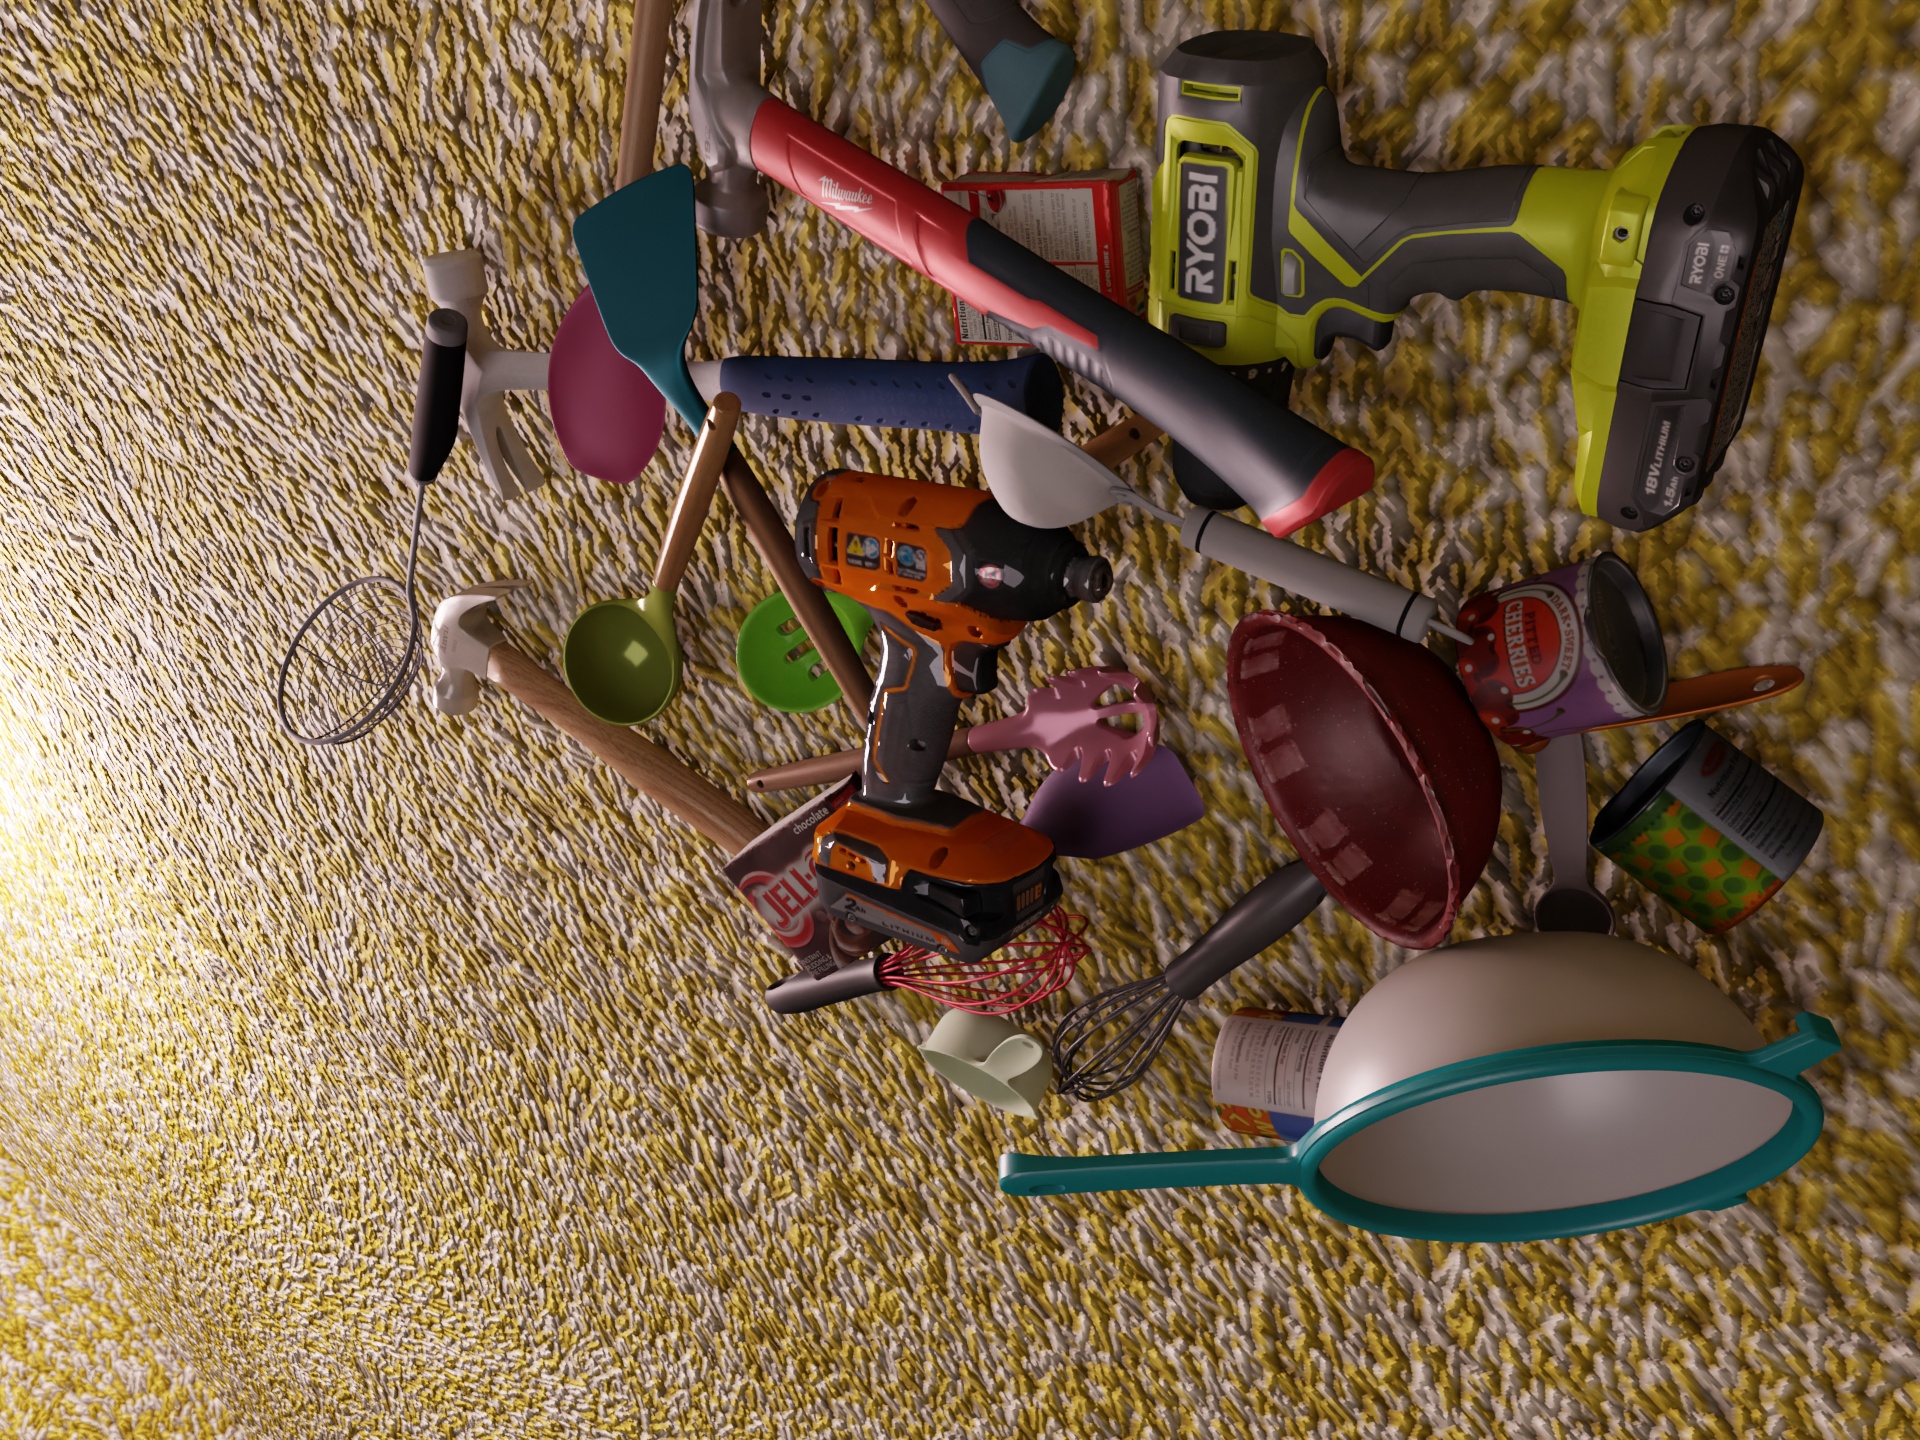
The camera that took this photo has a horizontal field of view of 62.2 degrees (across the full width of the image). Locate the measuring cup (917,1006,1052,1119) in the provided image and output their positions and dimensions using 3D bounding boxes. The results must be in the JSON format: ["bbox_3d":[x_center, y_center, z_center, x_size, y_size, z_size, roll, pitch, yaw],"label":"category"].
[{"bbox_3d":[0.028,0.183,0.900,0.083,0.038,0.167,31,155,0],"label":"measuring cup"}]

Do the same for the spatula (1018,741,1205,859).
[{"bbox_3d":[0.008,0.078,0.906,0.316,0.018,0.060,-27,96,42],"label":"spatula"}]

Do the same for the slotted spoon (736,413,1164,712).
[{"bbox_3d":[-0.012,-0.082,0.821,0.314,0.031,0.070,-28,97,41],"label":"slotted spoon"}]

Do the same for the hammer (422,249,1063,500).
[{"bbox_3d":[-0.129,-0.175,0.846,0.406,0.035,0.144,11,121,32],"label":"hammer"}]

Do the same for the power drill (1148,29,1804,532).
[{"bbox_3d":[0.176,-0.151,0.608,0.229,0.080,0.190,19,130,29],"label":"power drill"}]

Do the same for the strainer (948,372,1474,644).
[{"bbox_3d":[0.092,-0.082,0.670,0.258,0.086,0.050,26,89,22],"label":"strainer"}]

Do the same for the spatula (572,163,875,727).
[{"bbox_3d":[-0.102,-0.119,0.818,0.082,0.044,0.317,-14,116,32],"label":"spatula"}]

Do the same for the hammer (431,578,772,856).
[{"bbox_3d":[-0.216,0.017,1.027,0.331,0.031,0.130,33,131,16],"label":"hammer"}]

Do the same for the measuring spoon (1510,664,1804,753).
[{"bbox_3d":[0.282,-0.003,0.650,0.117,0.021,0.011,-15,125,36],"label":"measuring spoon"}]

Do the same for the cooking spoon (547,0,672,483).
[{"bbox_3d":[-0.162,-0.270,0.791,0.069,0.017,0.318,18,117,9],"label":"cooking spoon"}]

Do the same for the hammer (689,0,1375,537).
[{"bbox_3d":[0.013,-0.201,0.661,0.387,0.038,0.143,39,138,29],"label":"hammer"}]

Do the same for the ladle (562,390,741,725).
[{"bbox_3d":[-0.163,-0.080,0.855,0.078,0.062,0.320,48,152,4],"label":"ladle"}]

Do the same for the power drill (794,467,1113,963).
[{"bbox_3d":[-0.001,-0.002,0.778,0.164,0.084,0.226,14,114,34],"label":"power drill"}]

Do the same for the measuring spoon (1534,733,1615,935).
[{"bbox_3d":[0.268,0.044,0.699,0.034,0.018,0.124,0,108,33],"label":"measuring spoon"}]

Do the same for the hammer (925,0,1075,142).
[{"bbox_3d":[-0.056,-0.393,0.665,0.128,0.033,0.331,-32,95,42],"label":"hammer"}]

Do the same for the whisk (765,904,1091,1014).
[{"bbox_3d":[-0.032,0.148,0.951,0.296,0.073,0.073,-21,102,48],"label":"whisk"}]

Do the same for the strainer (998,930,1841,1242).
[{"bbox_3d":[0.184,0.156,0.702,0.340,0.095,0.210,-6,144,10],"label":"strainer"}]

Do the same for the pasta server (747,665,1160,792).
[{"bbox_3d":[-0.016,0.017,0.874,0.316,0.040,0.060,-11,100,41],"label":"pasta server"}]

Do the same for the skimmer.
[{"bbox_3d":[-0.375,-0.117,1.003,0.363,0.090,0.127,121,141,-47],"label":"skimmer"}]

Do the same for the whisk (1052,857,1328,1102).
[{"bbox_3d":[0.121,0.137,0.843,0.055,0.055,0.239,46,129,5],"label":"whisk"}]
